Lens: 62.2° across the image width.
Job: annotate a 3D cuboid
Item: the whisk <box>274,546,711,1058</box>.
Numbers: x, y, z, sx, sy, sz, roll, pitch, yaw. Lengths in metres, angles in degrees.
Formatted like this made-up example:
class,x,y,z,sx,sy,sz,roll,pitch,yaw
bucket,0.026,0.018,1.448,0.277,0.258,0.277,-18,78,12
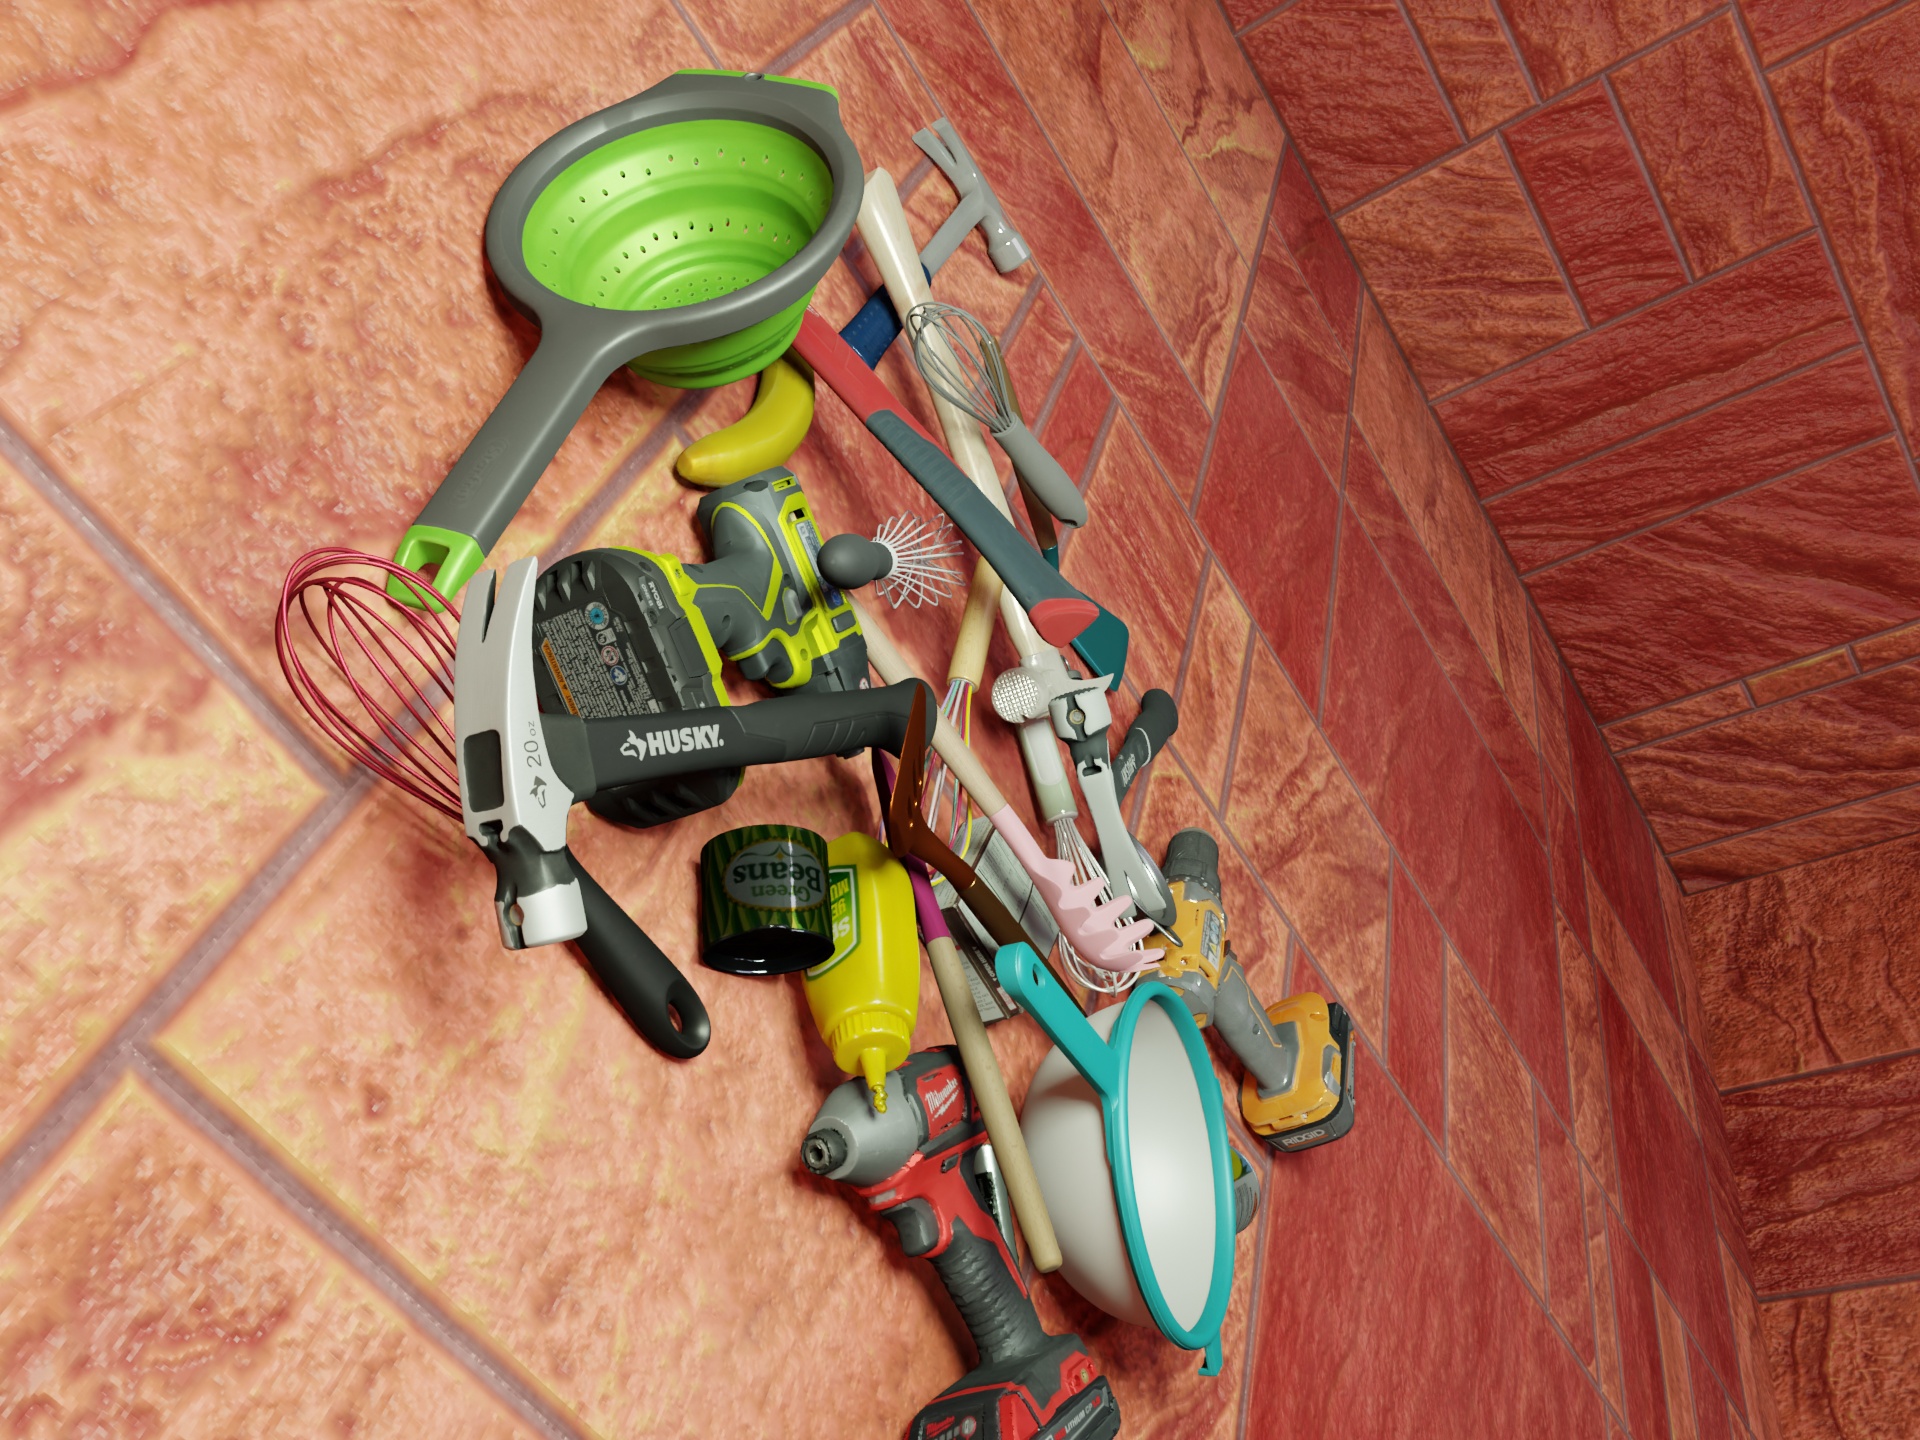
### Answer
class,x,y,z,sx,sy,sz,roll,pitch,yaw
whisk,-0.193,0.048,0.693,0.295,0.073,0.073,59,30,-29

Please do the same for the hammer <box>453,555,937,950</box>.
class,x,y,z,sx,sy,sz,roll,pitch,yaw
hammer,-0.101,0.001,0.734,0.334,0.035,0.146,-9,87,-62

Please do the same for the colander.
class,x,y,z,sx,sy,sz,roll,pitch,yaw
colander,-0.175,-0.188,0.836,0.094,0.204,0.397,80,28,-54

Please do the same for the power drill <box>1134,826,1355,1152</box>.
class,x,y,z,sx,sy,sz,roll,pitch,yaw
power drill,0.220,0.206,1.246,0.226,0.084,0.185,47,35,-24

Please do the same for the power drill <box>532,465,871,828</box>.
class,x,y,z,sx,sy,sz,roll,pitch,yaw
power drill,-0.122,-0.035,0.846,0.171,0.080,0.223,68,26,-8

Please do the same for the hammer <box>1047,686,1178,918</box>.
class,x,y,z,sx,sy,sz,roll,pitch,yaw
hammer,0.130,0.028,1.162,0.409,0.036,0.149,-33,107,-75

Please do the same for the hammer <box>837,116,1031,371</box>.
class,x,y,z,sx,sy,sz,roll,pitch,yaw
hammer,-0.034,-0.361,1.257,0.144,0.035,0.406,55,31,-22

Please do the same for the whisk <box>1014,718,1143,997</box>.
class,x,y,z,sx,sy,sz,roll,pitch,yaw
whisk,0.074,0.077,1.125,0.059,0.058,0.246,92,-17,-70

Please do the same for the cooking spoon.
class,x,y,z,sx,sy,sz,roll,pitch,yaw
cooking spoon,-0.004,0.143,0.862,0.068,0.017,0.319,94,-21,-54

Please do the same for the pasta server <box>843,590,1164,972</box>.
class,x,y,z,sx,sy,sz,roll,pitch,yaw
pasta server,0.012,0.028,0.952,0.316,0.040,0.060,53,19,-2

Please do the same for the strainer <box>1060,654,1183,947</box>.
class,x,y,z,sx,sy,sz,roll,pitch,yaw
strainer,0.109,0.060,1.194,0.086,0.050,0.259,26,42,-50

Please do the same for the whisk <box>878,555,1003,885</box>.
class,x,y,z,sx,sy,sz,roll,pitch,yaw
whisk,0.001,-0.003,1.008,0.051,0.047,0.245,36,55,-35

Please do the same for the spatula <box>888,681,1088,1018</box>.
class,x,y,z,sx,sy,sz,roll,pitch,yaw
spatula,0.020,0.102,0.897,0.322,0.041,0.081,55,38,-46

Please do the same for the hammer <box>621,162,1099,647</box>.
class,x,y,z,sx,sy,sz,roll,pitch,yaw
hammer,-0.049,-0.202,1.003,0.386,0.038,0.143,48,30,3

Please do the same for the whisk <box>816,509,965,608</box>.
class,x,y,z,sx,sy,sz,roll,pitch,yaw
whisk,-0.043,-0.096,0.949,0.284,0.070,0.070,-34,101,-80

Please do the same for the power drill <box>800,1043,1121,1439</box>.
class,x,y,z,sx,sy,sz,roll,pitch,yaw
power drill,-0.008,0.283,0.818,0.143,0.078,0.220,-1,68,-60

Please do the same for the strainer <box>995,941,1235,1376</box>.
class,x,y,z,sx,sy,sz,roll,pitch,yaw
strainer,0.065,0.230,0.919,0.340,0.095,0.211,55,32,-41

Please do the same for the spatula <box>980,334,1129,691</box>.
class,x,y,z,sx,sy,sz,roll,pitch,yaw
spatula,0.073,-0.161,1.237,0.082,0.044,0.317,-73,151,-44

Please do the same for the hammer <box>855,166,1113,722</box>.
class,x,y,z,sx,sy,sz,roll,pitch,yaw
hammer,0.007,-0.199,1.146,0.146,0.038,0.411,-13,82,-62

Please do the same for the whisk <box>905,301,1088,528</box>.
class,x,y,z,sx,sy,sz,roll,pitch,yaw
whisk,0.034,-0.208,1.112,0.238,0.055,0.055,45,36,-46
